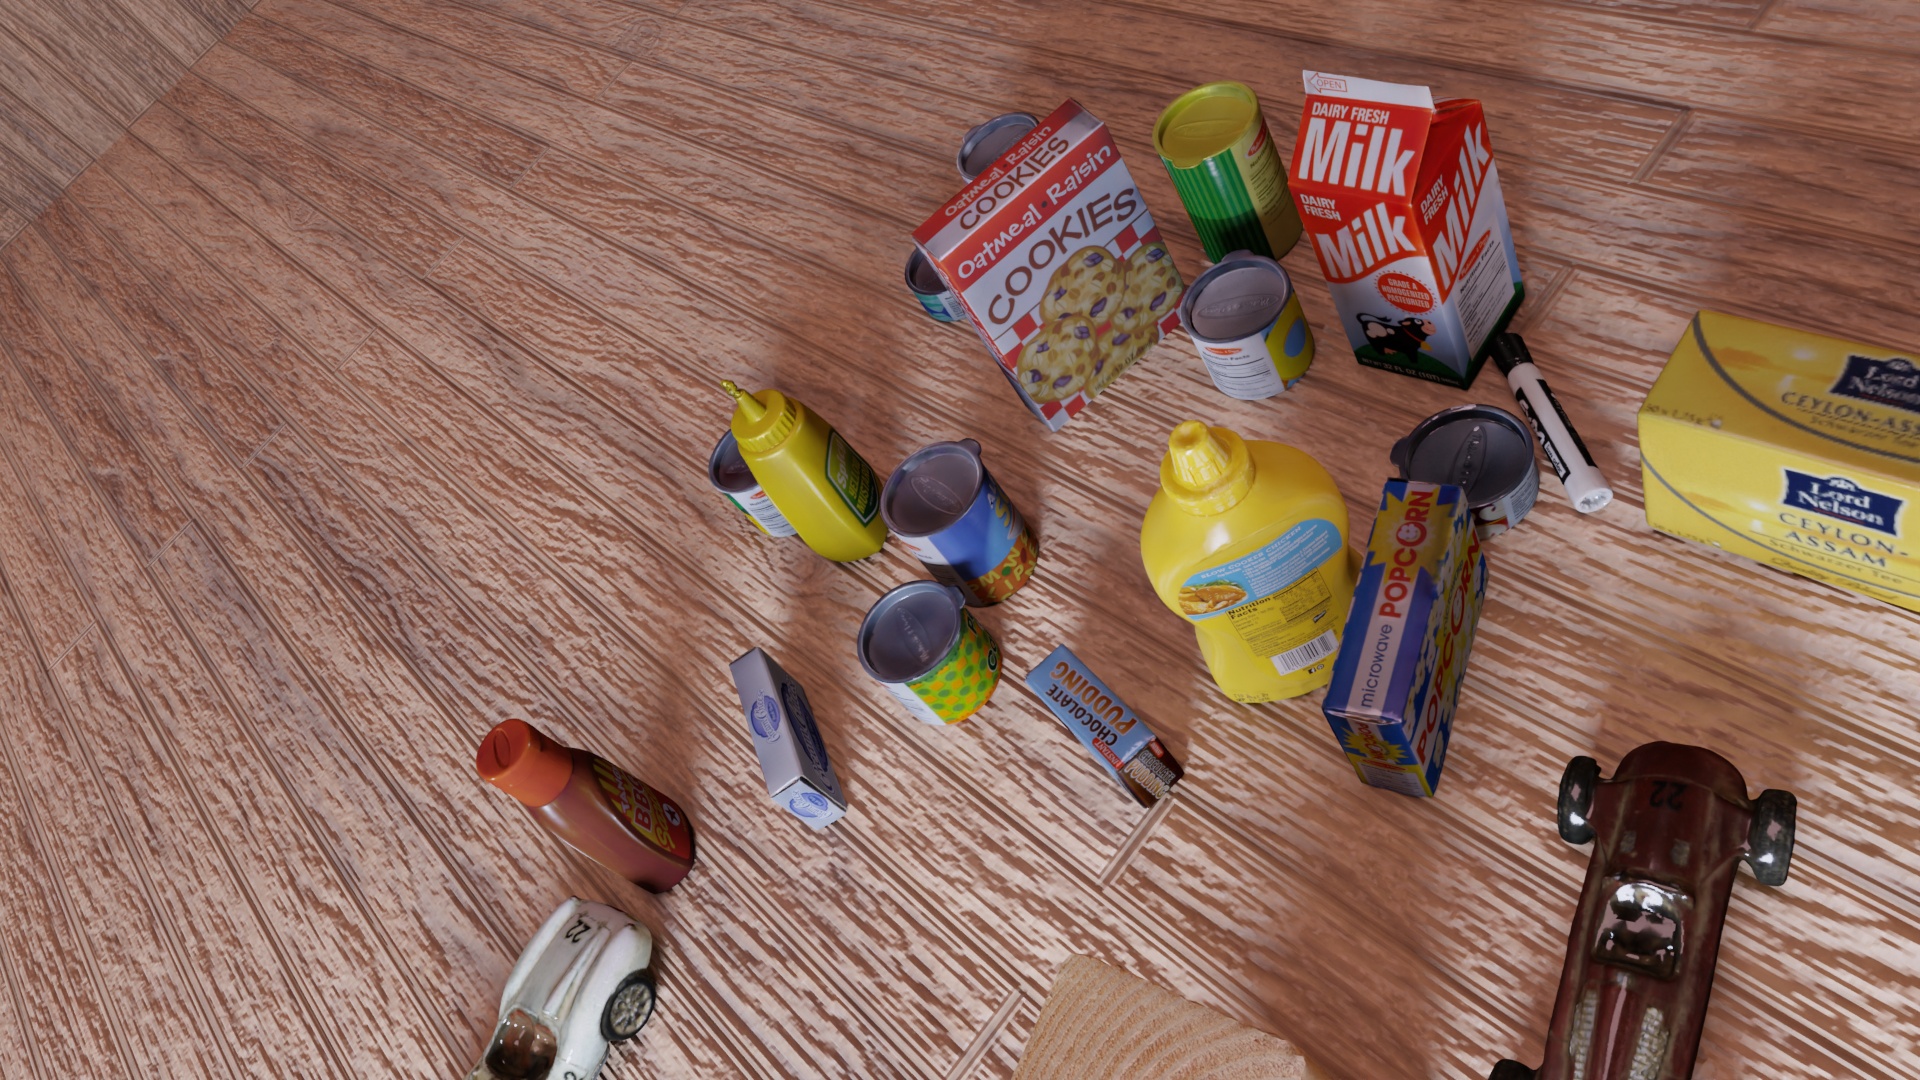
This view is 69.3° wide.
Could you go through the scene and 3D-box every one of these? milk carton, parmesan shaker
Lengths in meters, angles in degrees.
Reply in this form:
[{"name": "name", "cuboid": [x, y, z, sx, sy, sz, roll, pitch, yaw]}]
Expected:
[{"name": "milk carton", "cuboid": [0.234, -0.170, 0.730, 0.072, 0.190, 0.073, 24, 73, 40]}, {"name": "parmesan shaker", "cuboid": [0.167, -0.223, 0.867, 0.071, 0.102, 0.071, -16, 52, 21]}]

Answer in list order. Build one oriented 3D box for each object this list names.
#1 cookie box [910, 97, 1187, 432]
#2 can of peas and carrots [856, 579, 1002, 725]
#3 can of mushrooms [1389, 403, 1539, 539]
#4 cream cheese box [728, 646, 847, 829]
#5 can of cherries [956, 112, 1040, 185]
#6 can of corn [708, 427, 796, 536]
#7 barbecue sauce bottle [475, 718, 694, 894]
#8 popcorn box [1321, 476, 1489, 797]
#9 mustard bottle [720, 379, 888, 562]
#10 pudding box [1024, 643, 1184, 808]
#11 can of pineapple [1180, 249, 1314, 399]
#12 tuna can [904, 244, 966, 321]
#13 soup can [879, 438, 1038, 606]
[{"name": "cookie box", "cuboid": [0.060, -0.162, 0.842, 0.123, 0.167, 0.040, -41, 47, -1]}, {"name": "can of peas and carrots", "cuboid": [-0.015, 0.063, 0.799, 0.071, 0.058, 0.071, -16, 51, 21]}, {"name": "can of mushrooms", "cuboid": [0.263, -0.036, 0.723, 0.071, 0.033, 0.071, -16, 51, 21]}, {"name": "cream cheese box", "cuboid": [-0.102, 0.115, 0.816, 0.024, 0.053, 0.104, -33, 47, 6]}, {"name": "can of cherries", "cuboid": [0.038, -0.266, 1.005, 0.071, 0.058, 0.072, -16, 51, 21]}, {"name": "can of corn", "cuboid": [-0.128, -0.046, 0.945, 0.071, 0.058, 0.071, -16, 51, 21]}, {"name": "barbecue sauce bottle", "cuboid": [-0.212, 0.149, 0.792, 0.043, 0.148, 0.065, -35, 47, 5]}, {"name": "popcorn box", "cuboid": [0.213, 0.046, 0.658, 0.038, 0.085, 0.127, 6, 62, 34]}, {"name": "mustard bottle", "cuboid": [-0.099, -0.048, 0.860, 0.049, 0.159, 0.065, -15, 52, 22]}, {"name": "pudding box", "cuboid": [0.074, 0.097, 0.728, 0.030, 0.049, 0.084, -43, 47, -3]}, {"name": "can of pineapple", "cuboid": [0.172, -0.127, 0.826, 0.071, 0.057, 0.071, -16, 51, 21]}, {"name": "tuna can", "cuboid": [-0.005, -0.193, 0.995, 0.071, 0.032, 0.071, -16, 51, 21]}, {"name": "soup can", "cuboid": [0.003, -0.010, 0.824, 0.071, 0.083, 0.072, -16, 51, 21]}]
